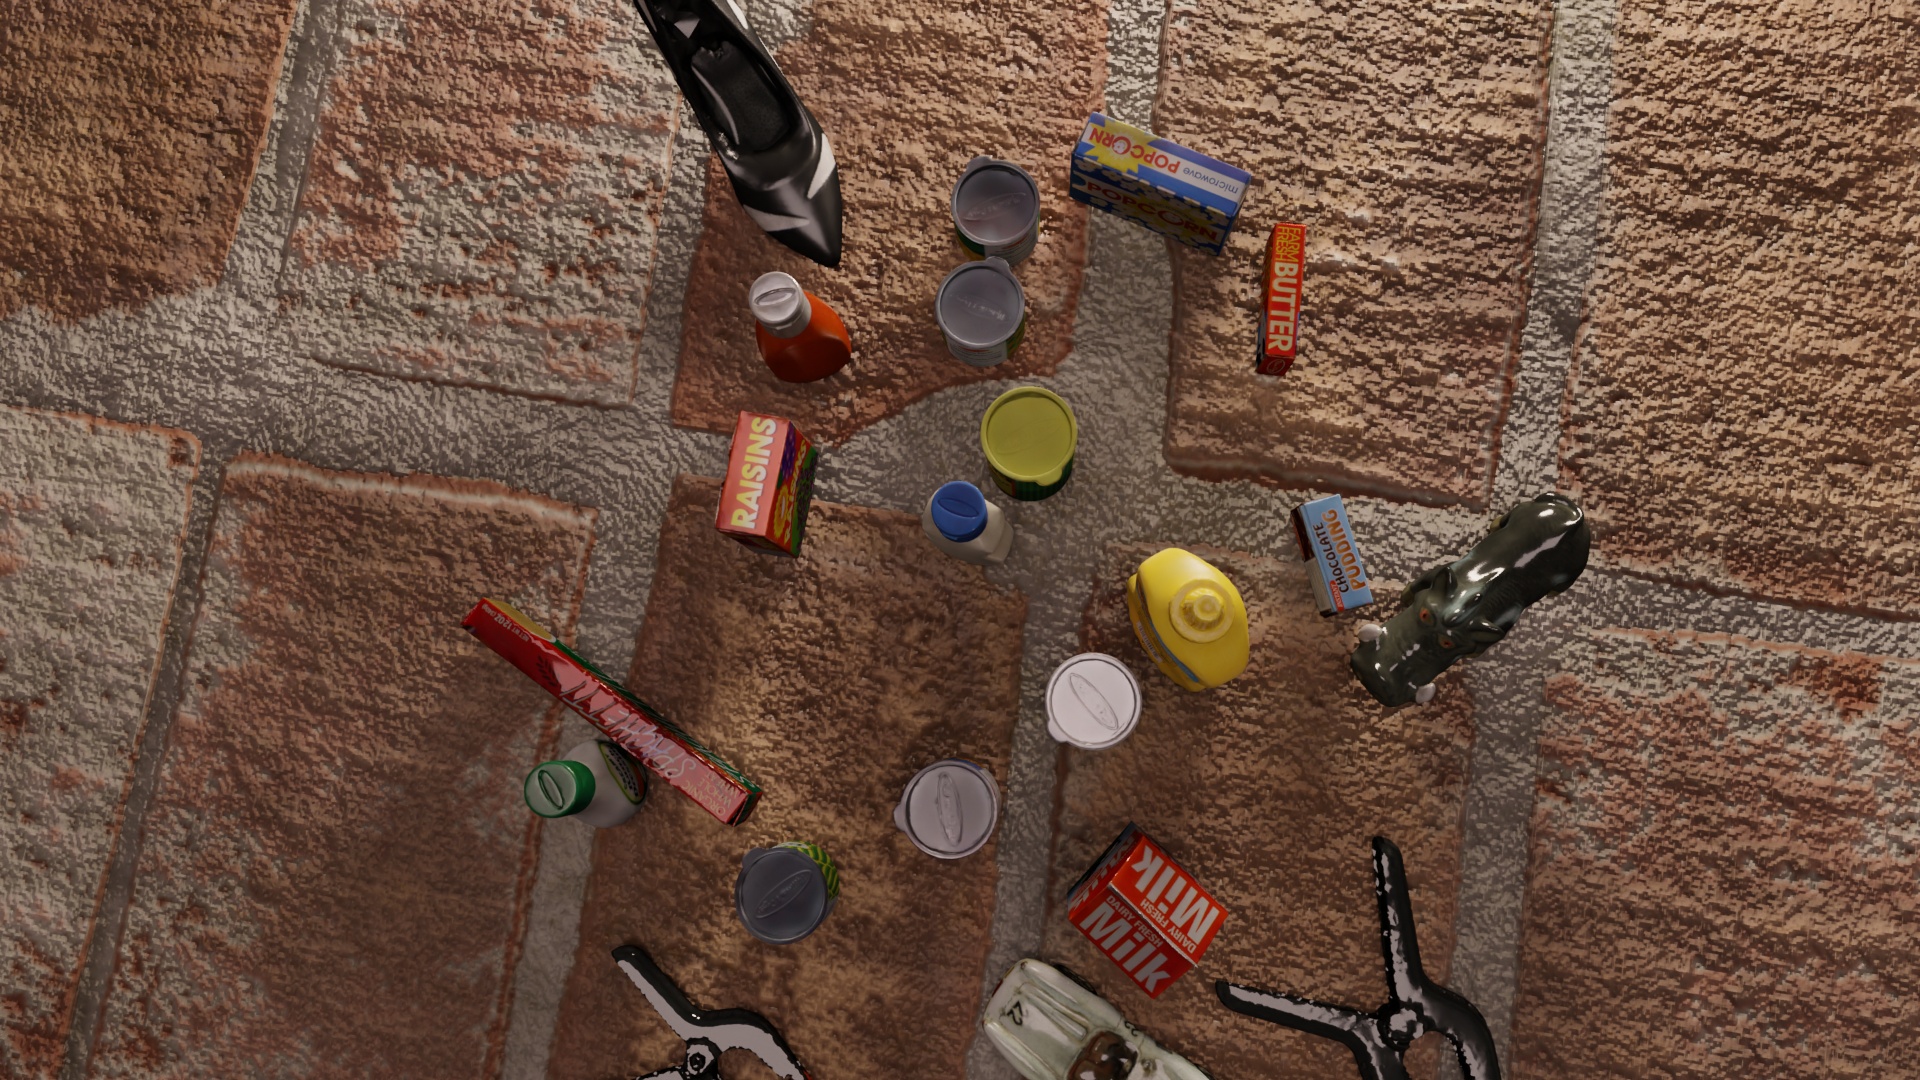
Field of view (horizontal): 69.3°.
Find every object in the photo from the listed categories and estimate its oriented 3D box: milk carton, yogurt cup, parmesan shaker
[{"bbox_3d":[0.120,0.239,0.909,0.072,0.190,0.073,42,87,7],"label":"milk carton"},{"bbox_3d":[0.094,0.116,0.996,0.072,0.054,0.072,0,82,3],"label":"yogurt cup"},{"bbox_3d":[0.051,-0.064,0.999,0.071,0.103,0.071,0,83,3],"label":"parmesan shaker"}]

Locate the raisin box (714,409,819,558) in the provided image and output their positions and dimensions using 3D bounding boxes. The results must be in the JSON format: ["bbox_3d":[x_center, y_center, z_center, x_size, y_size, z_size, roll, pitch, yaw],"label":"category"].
[{"bbox_3d":[-0.137,-0.038,0.995,0.040,0.123,0.086,11,83,5],"label":"raisin box"}]

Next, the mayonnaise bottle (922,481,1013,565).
[{"bbox_3d":[0.003,-0.012,0.971,0.065,0.148,0.041,19,84,6],"label":"mayonnaise bottle"}]

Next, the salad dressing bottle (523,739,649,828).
[{"bbox_3d":[-0.258,0.169,0.961,0.044,0.147,0.064,-31,82,-1],"label":"salad dressing bottle"}]

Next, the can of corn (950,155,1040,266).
[{"bbox_3d":[0.026,-0.247,1.048,0.071,0.058,0.071,0,82,3],"label":"can of corn"}]

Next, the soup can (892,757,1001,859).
[{"bbox_3d":[-0.008,0.187,0.977,0.071,0.083,0.071,0,83,3],"label":"soup can"}]

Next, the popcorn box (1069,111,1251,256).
[{"bbox_3d":[0.146,-0.263,1.030,0.127,0.085,0.038,24,85,6],"label":"popcorn box"}]

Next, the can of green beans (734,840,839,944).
[{"bbox_3d":[-0.122,0.249,0.988,0.071,0.058,0.071,0,82,3],"label":"can of green beans"}]

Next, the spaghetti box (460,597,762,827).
[{"bbox_3d":[-0.253,0.125,1.016,0.250,0.050,0.029,35,86,7],"label":"spaghetti box"}]

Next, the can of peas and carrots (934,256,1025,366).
[{"bbox_3d":[0.017,-0.170,1.038,0.071,0.058,0.071,0,82,3],"label":"can of peas and carrots"}]

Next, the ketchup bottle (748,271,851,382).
[{"bbox_3d":[-0.119,-0.152,0.997,0.065,0.148,0.043,-16,82,1],"label":"ketchup bottle"}]

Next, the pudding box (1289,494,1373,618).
[{"bbox_3d":[0.267,0.011,1.003,0.030,0.049,0.084,-16,82,1],"label":"pudding box"}]

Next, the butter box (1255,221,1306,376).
[{"bbox_3d":[0.237,-0.178,1.029,0.024,0.053,0.103,6,83,4],"label":"butter box"}]
